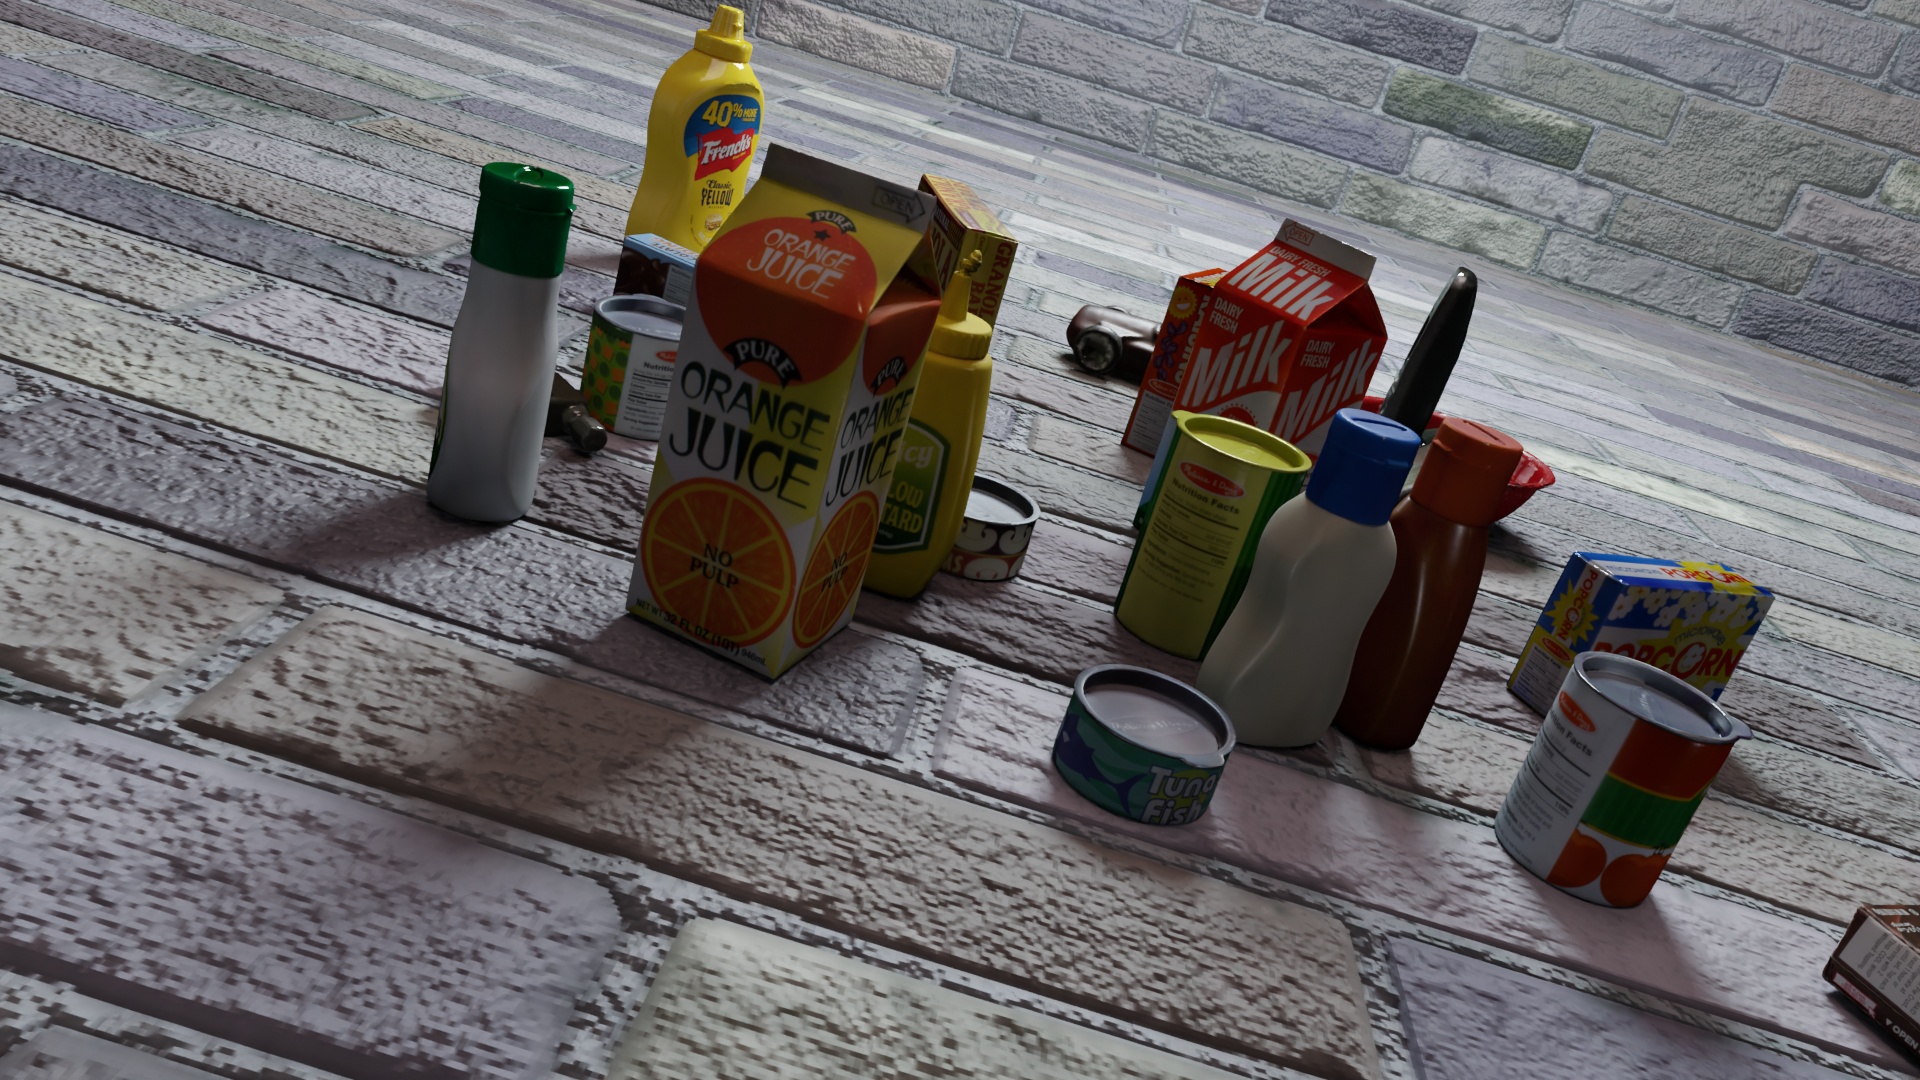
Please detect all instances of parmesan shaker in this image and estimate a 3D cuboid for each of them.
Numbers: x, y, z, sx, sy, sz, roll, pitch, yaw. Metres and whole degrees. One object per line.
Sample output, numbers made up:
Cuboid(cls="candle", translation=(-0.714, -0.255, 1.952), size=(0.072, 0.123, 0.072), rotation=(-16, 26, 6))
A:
Cuboid(cls="parmesan shaker", translation=(0.119, -0.003, 0.677), size=(0.071, 0.102, 0.071), rotation=(15, 22, -6))

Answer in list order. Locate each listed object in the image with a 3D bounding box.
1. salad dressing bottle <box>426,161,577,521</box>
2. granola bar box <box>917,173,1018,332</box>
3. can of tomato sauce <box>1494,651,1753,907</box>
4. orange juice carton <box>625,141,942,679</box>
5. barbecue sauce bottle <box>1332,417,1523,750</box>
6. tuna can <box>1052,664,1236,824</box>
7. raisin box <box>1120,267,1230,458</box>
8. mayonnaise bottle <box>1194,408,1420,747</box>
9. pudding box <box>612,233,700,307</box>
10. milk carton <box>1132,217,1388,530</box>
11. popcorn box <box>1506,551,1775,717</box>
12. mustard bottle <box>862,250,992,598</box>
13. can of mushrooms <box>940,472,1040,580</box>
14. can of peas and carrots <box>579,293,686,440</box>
Cuboid(cls="salad dressing bottle", translation=(-0.192, -0.082, 0.583), size=(0.044, 0.147, 0.064), rotation=(13, 22, -10))
Cuboid(cls="granola bar box", translation=(-0.012, -0.170, 0.945), size=(0.039, 0.123, 0.166), rotation=(10, 23, -17))
Cuboid(cls="can of tomato sauce", translation=(0.271, 0.099, 0.574), size=(0.071, 0.082, 0.071), rotation=(15, 22, -6))
Cuboid(cls="orange juice carton", translation=(-0.065, -0.051, 0.543), size=(0.072, 0.191, 0.073), rotation=(23, 23, 14))
Cuboid(cls="barbecue sauce bottle", translation=(0.207, 0.018, 0.631), size=(0.044, 0.148, 0.065), rotation=(8, 24, -21))
Cuboid(cls="tuna can", translation=(0.073, 0.080, 0.543), size=(0.071, 0.032, 0.071), rotation=(14, 22, -6))
Cuboid(cls="raisin box", translation=(0.161, -0.122, 0.957), size=(0.040, 0.123, 0.086), rotation=(26, 24, 21))
Cuboid(cls="mayonnaise bottle", translation=(0.151, 0.018, 0.593), size=(0.065, 0.147, 0.041), rotation=(6, 24, -25))
Cuboid(cls="pudding box", translation=(-0.184, -0.164, 0.909), size=(0.084, 0.049, 0.030), rotation=(25, 23, 18))
Cuboid(cls="milk carton", translation=(0.172, -0.078, 0.775), size=(0.073, 0.189, 0.072), rotation=(-1, 28, -37))
Cuboid(cls="popcorn box", translation=(0.363, 0.054, 0.742), size=(0.127, 0.085, 0.038), rotation=(4, 25, -28))
Cuboid(cls="mustard bottle", translation=(-0.019, -0.054, 0.625), size=(0.065, 0.159, 0.049), rotation=(19, 22, 5))
Cuboid(cls="can of mushrooms", translation=(0.002, -0.009, 0.700), size=(0.071, 0.033, 0.071), rotation=(14, 22, -6))
Cuboid(cls="can of peas and carrots", translation=(-0.168, -0.093, 0.743), size=(0.071, 0.058, 0.071), rotation=(15, 22, -6))
